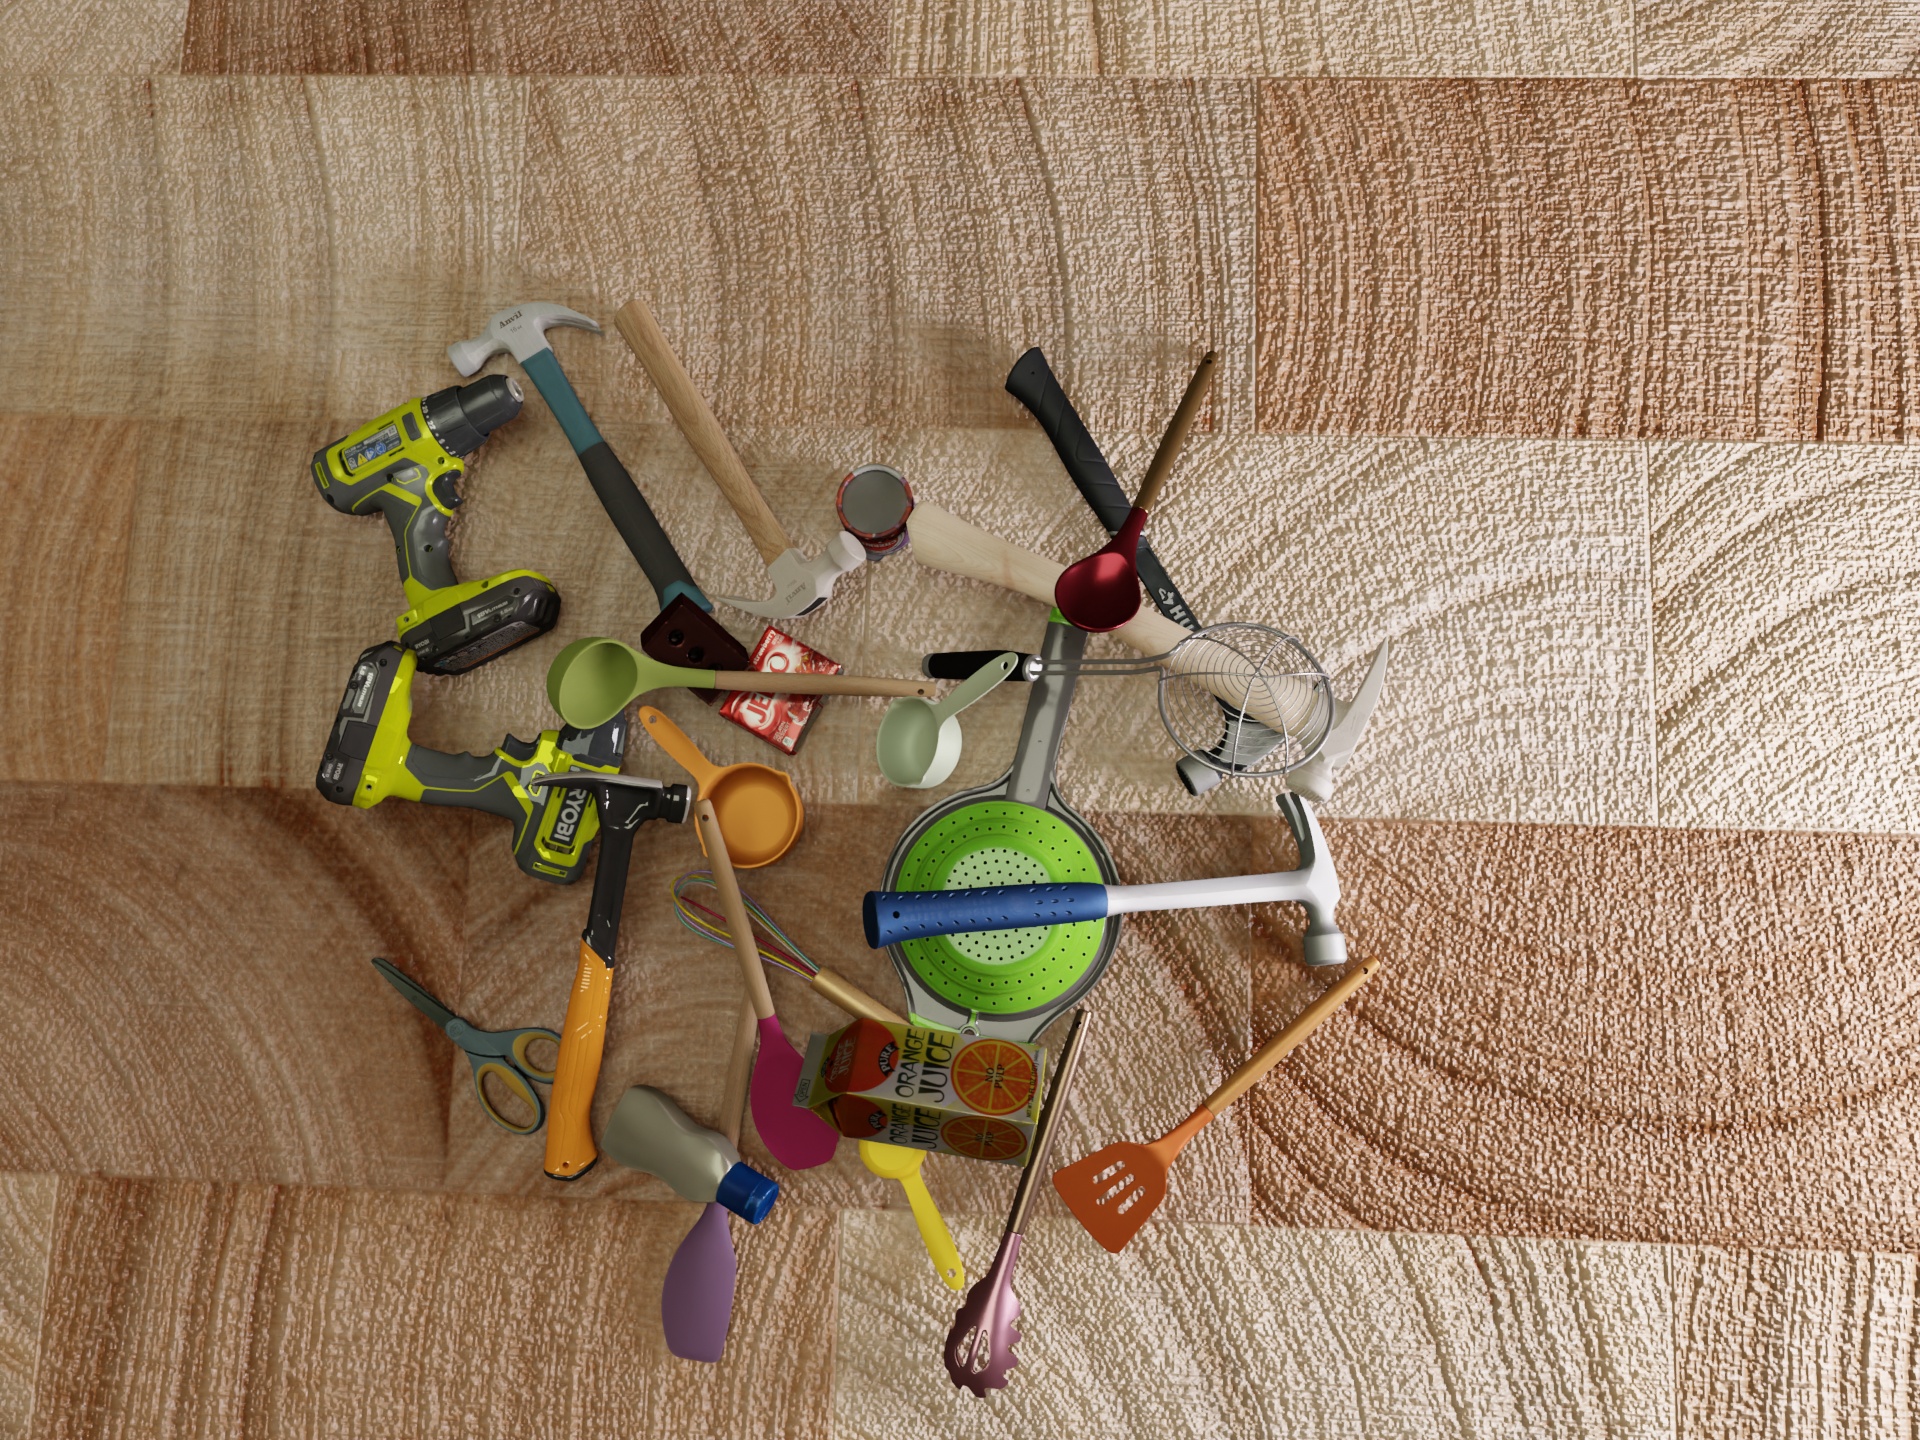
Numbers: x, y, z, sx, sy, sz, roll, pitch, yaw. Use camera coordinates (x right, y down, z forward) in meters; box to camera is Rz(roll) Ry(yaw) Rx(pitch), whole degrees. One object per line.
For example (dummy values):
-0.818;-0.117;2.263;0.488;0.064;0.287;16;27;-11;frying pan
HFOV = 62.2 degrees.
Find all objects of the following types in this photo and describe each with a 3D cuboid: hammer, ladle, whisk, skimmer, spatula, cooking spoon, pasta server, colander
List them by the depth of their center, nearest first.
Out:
0.120;0.134;1.241;0.405;0.035;0.144;-2;78;-22;hammer
0.116;-0.022;1.248;0.363;0.090;0.127;3;55;46;skimmer
0.054;0.388;1.288;0.060;0.040;0.316;15;78;18;pasta server
-0.307;0.209;1.294;0.127;0.034;0.337;8;94;-14;hammer
-0.165;0.216;1.294;0.069;0.017;0.319;-15;97;4;cooking spoon
0.218;0.301;1.296;0.322;0.041;0.081;-40;80;-7;spatula
0.051;0.072;1.301;0.204;0.094;0.397;13;83;5;colander
-0.174;-0.027;1.302;0.320;0.062;0.078;2;118;-14;ladle
-0.197;0.364;1.310;0.060;0.018;0.316;8;83;8;spatula
0.146;-0.088;1.313;0.410;0.038;0.146;27;81;7;hammer
-0.139;0.202;1.317;0.245;0.047;0.051;33;90;5;whisk
0.157;-0.194;1.323;0.069;0.031;0.315;23;64;7;ladle
0.157;-0.145;1.358;0.149;0.036;0.409;-30;81;-3;hammer
-0.212;-0.228;1.375;0.130;0.031;0.331;-40;74;24;hammer
-0.318;-0.225;1.396;0.128;0.033;0.331;-32;82;-1;hammer

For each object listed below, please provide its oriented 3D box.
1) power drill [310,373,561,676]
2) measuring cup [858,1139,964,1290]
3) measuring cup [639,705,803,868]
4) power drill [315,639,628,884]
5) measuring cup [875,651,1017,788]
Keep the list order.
-0.433;-0.172;1.363;0.190;0.080;0.228;-25;81;8;power drill
-0.035;0.389;1.291;0.062;0.029;0.156;-26;79;-1;measuring cup
-0.205;0.052;1.340;0.174;0.052;0.095;44;86;10;measuring cup
-0.393;0.023;1.305;0.223;0.080;0.171;19;93;-17;power drill
-0.002;-0.004;1.304;0.167;0.038;0.083;-38;57;31;measuring cup
